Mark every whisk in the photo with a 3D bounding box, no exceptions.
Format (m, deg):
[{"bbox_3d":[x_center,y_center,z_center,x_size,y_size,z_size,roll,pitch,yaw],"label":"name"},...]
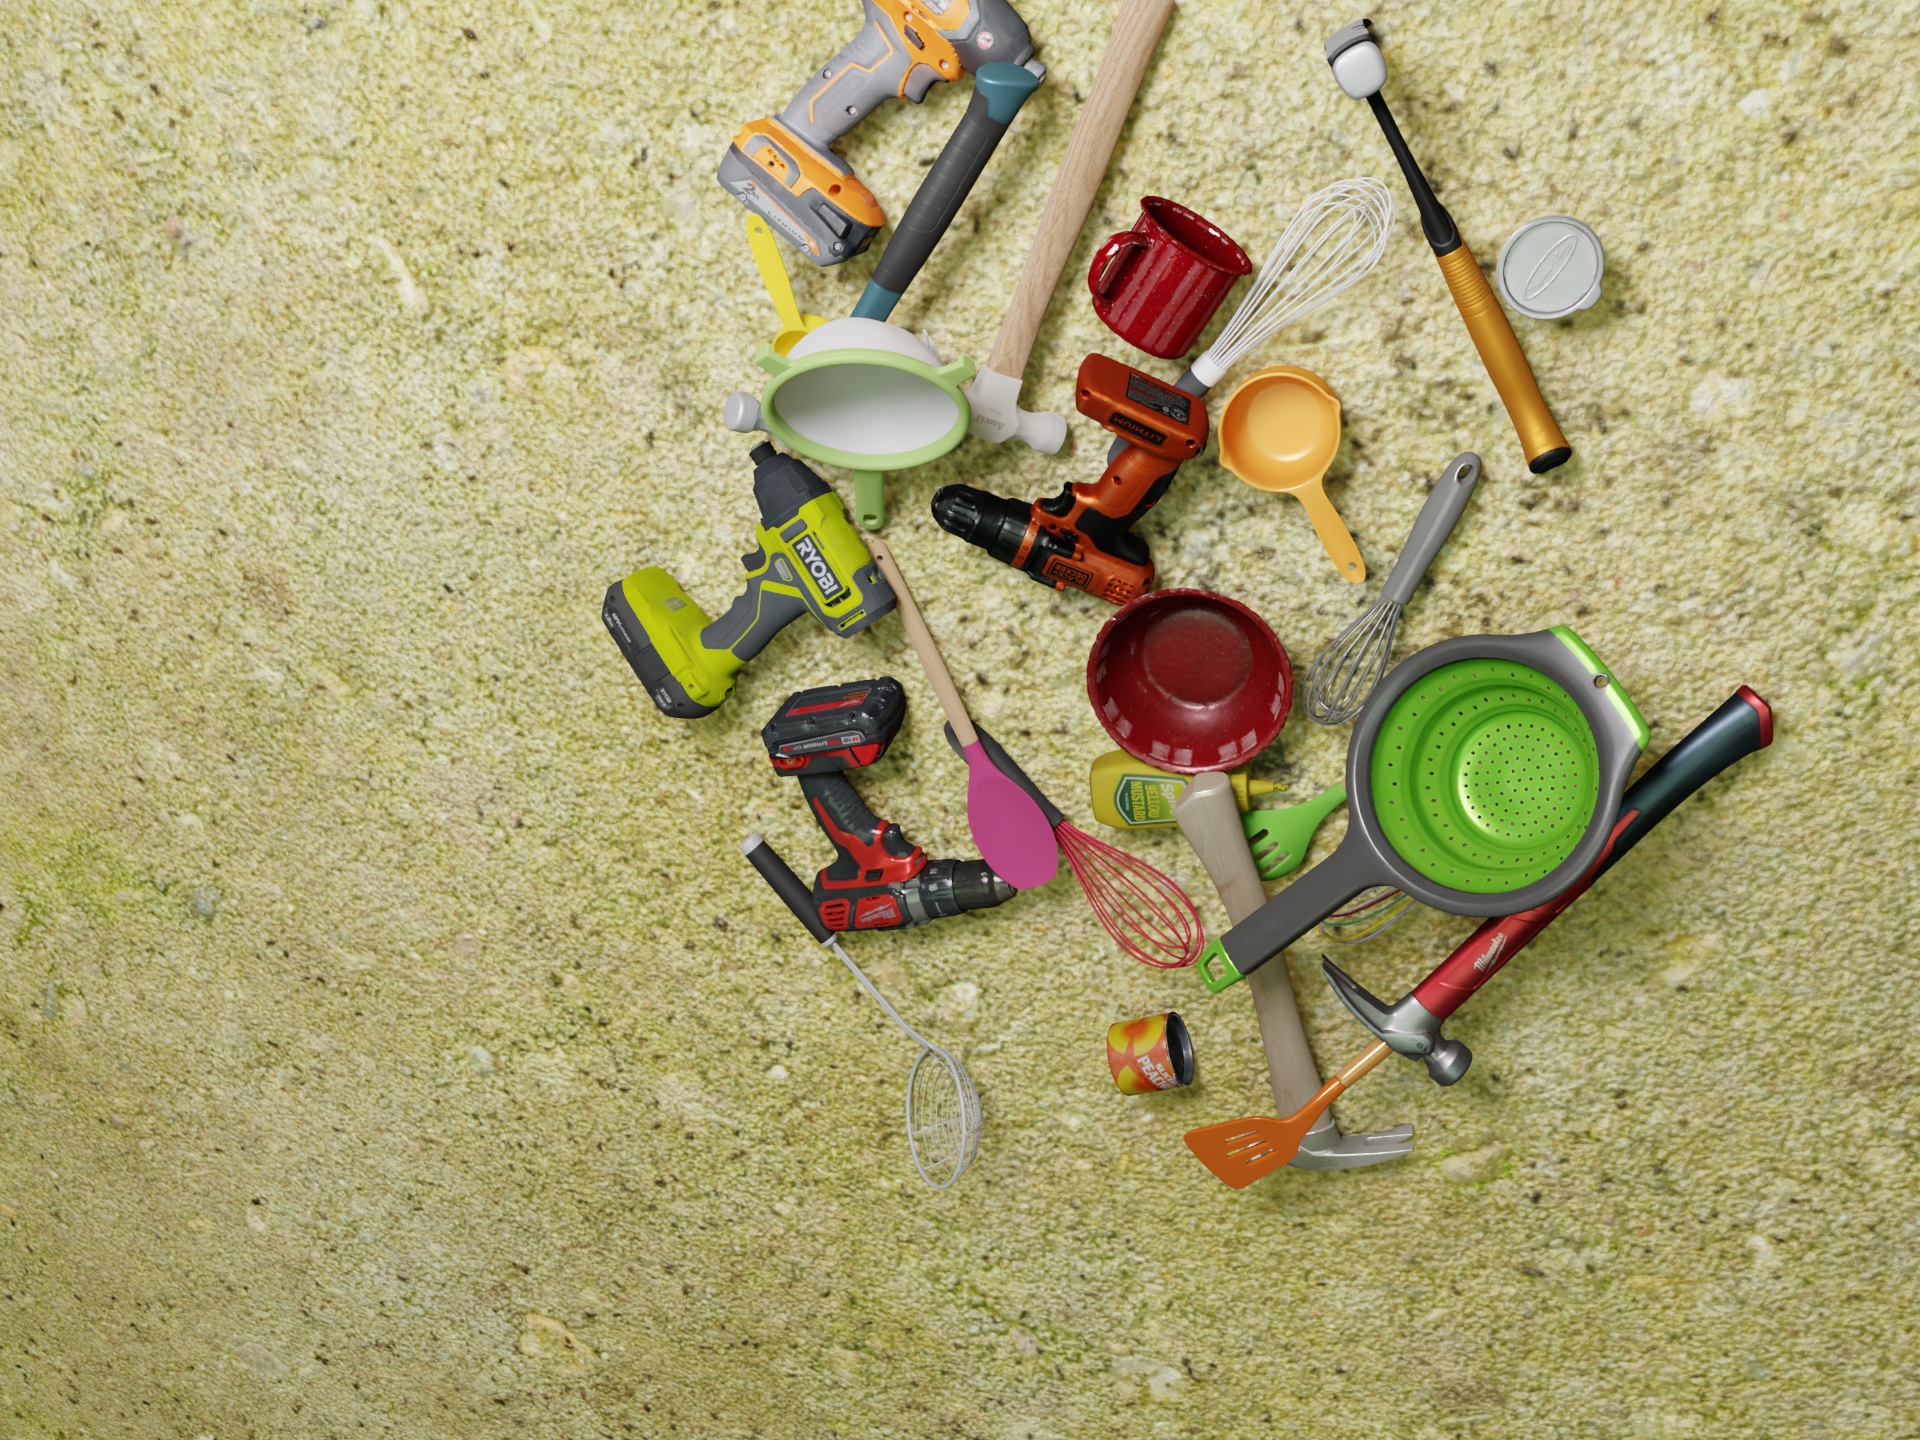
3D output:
[{"bbox_3d":[0.388,0.106,1.277,0.245,0.047,0.051,-34,112,22],"label":"whisk"},{"bbox_3d":[0.094,0.103,1.356,0.296,0.073,0.073,45,118,1],"label":"whisk"},{"bbox_3d":[0.203,-0.277,1.153,0.070,0.070,0.284,43,123,-5],"label":"whisk"},{"bbox_3d":[0.326,-0.096,1.203,0.055,0.055,0.239,26,114,4],"label":"whisk"}]

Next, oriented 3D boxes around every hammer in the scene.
[{"bbox_3d":[0.071,-0.359,1.148,0.130,0.031,0.331,12,115,-25],"label":"hammer"},{"bbox_3d":[-0.047,-0.329,1.160,0.331,0.128,0.033,-53,48,33],"label":"hammer"},{"bbox_3d":[0.454,0.111,1.224,0.143,0.038,0.386,40,109,-2],"label":"hammer"},{"bbox_3d":[0.335,-0.315,1.083,0.034,0.127,0.336,-25,114,23],"label":"hammer"},{"bbox_3d":[0.269,0.219,1.335,0.146,0.038,0.410,-11,117,19],"label":"hammer"}]

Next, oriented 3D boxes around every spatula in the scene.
[{"bbox_3d":[0.332,0.280,1.325,0.322,0.041,0.081,-41,110,5],"label":"spatula"}]

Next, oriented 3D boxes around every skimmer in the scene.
[{"bbox_3d":[-0.102,0.267,1.467,0.363,0.090,0.127,51,151,-6],"label":"skimmer"}]

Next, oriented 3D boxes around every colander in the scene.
[{"bbox_3d":[0.345,0.091,1.215,0.397,0.094,0.205,-43,61,28],"label":"colander"}]

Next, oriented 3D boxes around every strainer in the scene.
[{"bbox_3d":[-0.068,-0.228,1.199,0.151,0.256,0.069,3,70,-1],"label":"strainer"}]

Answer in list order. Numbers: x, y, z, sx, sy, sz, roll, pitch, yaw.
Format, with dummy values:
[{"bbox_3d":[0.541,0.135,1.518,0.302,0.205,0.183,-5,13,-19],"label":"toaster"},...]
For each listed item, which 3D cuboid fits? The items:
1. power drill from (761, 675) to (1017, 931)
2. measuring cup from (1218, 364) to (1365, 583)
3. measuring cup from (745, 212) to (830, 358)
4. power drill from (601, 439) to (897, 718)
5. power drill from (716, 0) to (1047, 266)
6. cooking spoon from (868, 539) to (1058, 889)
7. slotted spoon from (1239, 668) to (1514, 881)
[{"bbox_3d":[-0.061,0.081,1.382,0.188,0.080,0.226,-8,113,20],"label":"power drill"},{"bbox_3d":[0.258,-0.182,1.180,0.095,0.052,0.173,-26,106,25],"label":"measuring cup"},{"bbox_3d":[-0.128,-0.324,1.211,0.062,0.029,0.156,4,141,21],"label":"measuring cup"},{"bbox_3d":[-0.183,-0.113,1.326,0.223,0.080,0.171,-30,94,25],"label":"power drill"},{"bbox_3d":[-0.054,-0.442,1.143,0.164,0.084,0.226,38,115,-4],"label":"power drill"},{"bbox_3d":[-0.002,-0.004,1.329,0.069,0.017,0.319,-23,96,23],"label":"cooking spoon"},{"bbox_3d":[0.327,0.038,1.271,0.070,0.031,0.313,44,117,-10],"label":"slotted spoon"}]
